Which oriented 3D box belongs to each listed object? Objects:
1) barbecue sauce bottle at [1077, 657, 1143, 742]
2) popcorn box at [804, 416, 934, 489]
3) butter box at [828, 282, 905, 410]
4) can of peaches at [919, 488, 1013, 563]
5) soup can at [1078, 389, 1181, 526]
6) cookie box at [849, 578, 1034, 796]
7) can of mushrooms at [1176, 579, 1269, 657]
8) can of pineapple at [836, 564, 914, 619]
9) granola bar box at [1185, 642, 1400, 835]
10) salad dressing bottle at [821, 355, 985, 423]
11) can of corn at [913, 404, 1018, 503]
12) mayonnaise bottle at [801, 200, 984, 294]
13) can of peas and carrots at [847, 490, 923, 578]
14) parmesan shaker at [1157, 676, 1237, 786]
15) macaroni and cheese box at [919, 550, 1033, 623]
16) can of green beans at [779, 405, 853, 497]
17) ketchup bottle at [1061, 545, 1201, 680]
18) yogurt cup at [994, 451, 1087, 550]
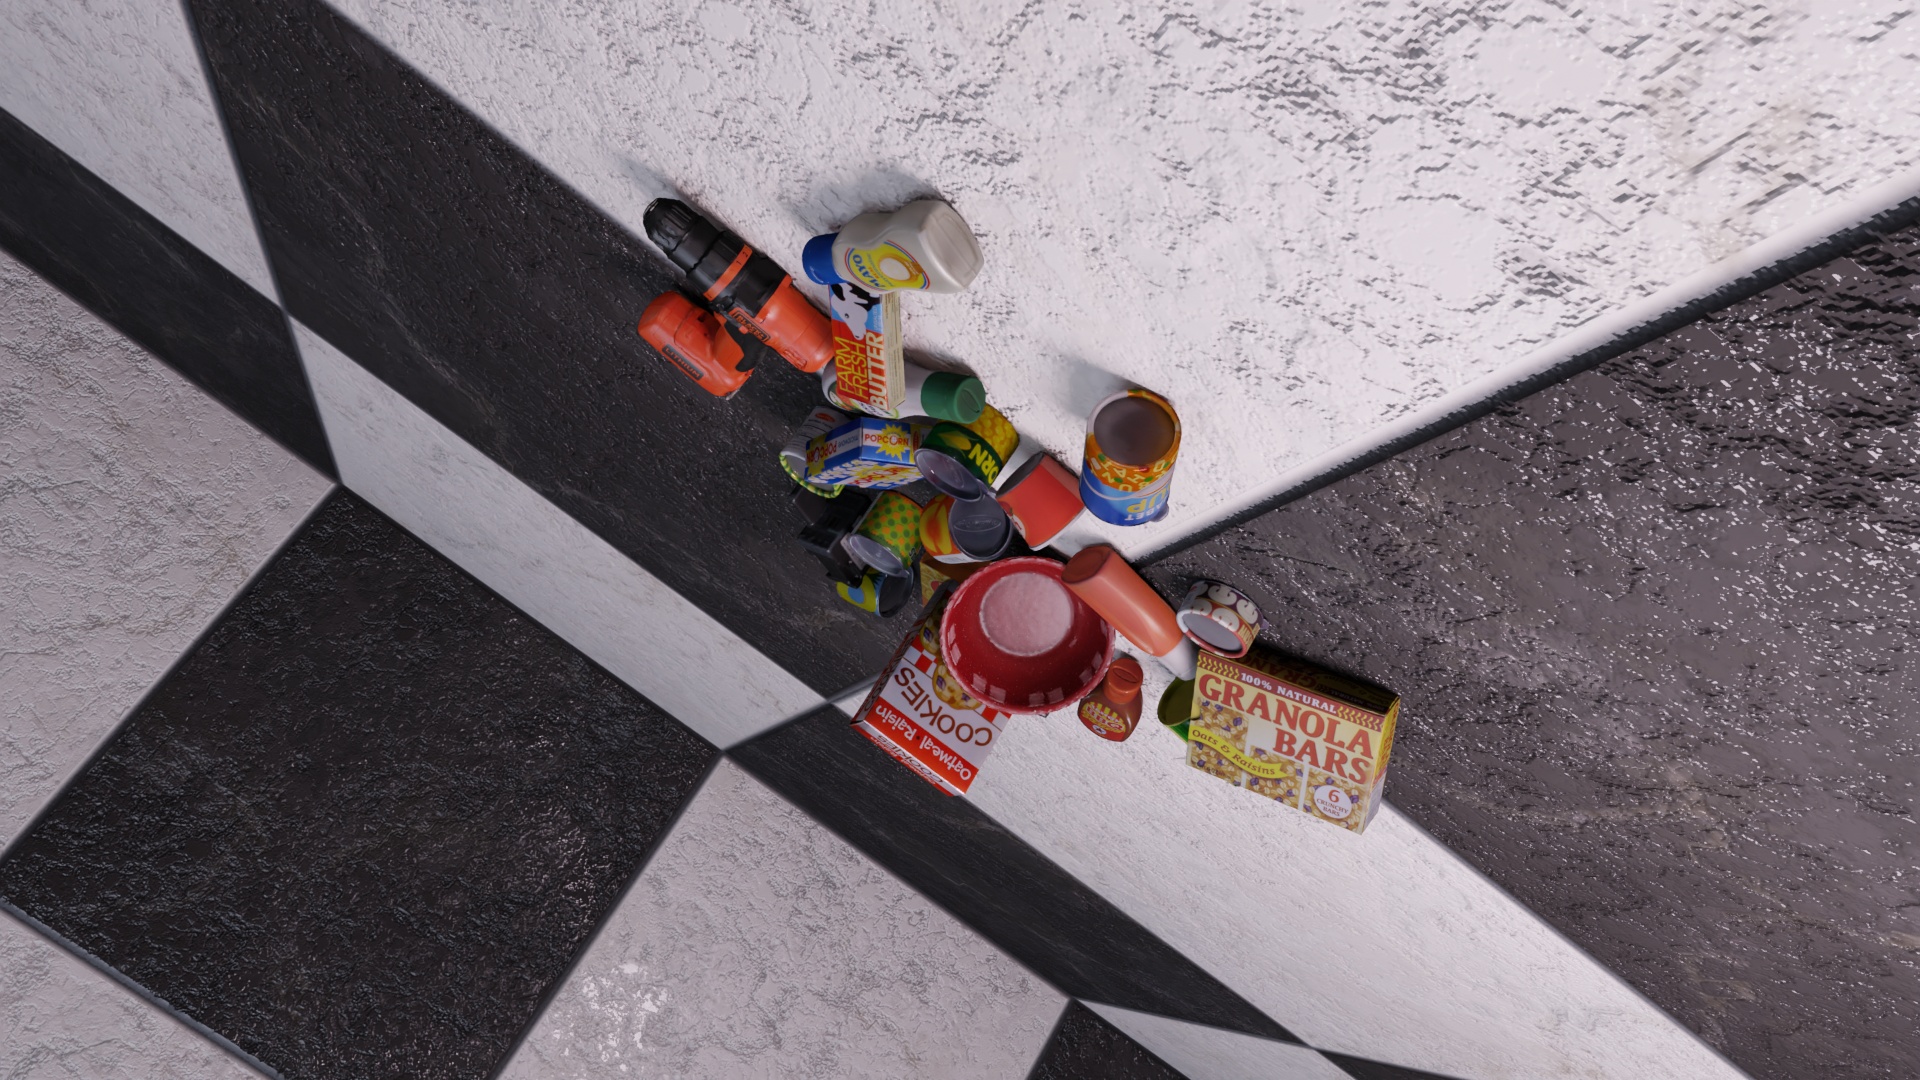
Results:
[{"bbox_3d":[0.157,0.160,1.414,0.065,0.044,0.148,29,158,11],"label":"barbecue sauce bottle"},{"bbox_3d":[-0.073,-0.074,1.198,0.085,0.038,0.126,4,172,-28],"label":"popcorn box"},{"bbox_3d":[-0.070,-0.152,1.050,0.053,0.024,0.103,21,131,30],"label":"butter box"},{"bbox_3d":[0.004,-0.015,1.233,0.071,0.071,0.058,42,157,-20],"label":"can of peaches"},{"bbox_3d":[0.121,-0.056,0.977,0.071,0.071,0.083,28,157,14],"label":"soup can"},{"bbox_3d":[-0.009,0.141,1.326,0.123,0.168,0.040,38,156,-12],"label":"cookie box"},{"bbox_3d":[0.216,0.066,1.147,0.071,0.033,0.070,29,157,14],"label":"can of mushrooms"},{"bbox_3d":[-0.091,0.042,1.486,0.058,0.071,0.070,22,156,27],"label":"can of pineapple"},{"bbox_3d":[0.277,0.163,1.177,0.166,0.039,0.123,19,123,29],"label":"granola bar box"},{"bbox_3d":[-0.046,-0.121,1.107,0.147,0.044,0.064,14,156,41],"label":"salad dressing bottle"},{"bbox_3d":[0.007,-0.072,1.115,0.071,0.058,0.071,29,158,13],"label":"can of corn"},{"bbox_3d":[-0.053,-0.198,0.957,0.148,0.041,0.064,7,146,48],"label":"mayonnaise bottle"},{"bbox_3d":[-0.065,-0.006,1.357,0.071,0.059,0.070,28,158,13],"label":"can of peas and carrots"},{"bbox_3d":[0.242,0.172,1.296,0.103,0.071,0.071,41,157,-21],"label":"parmesan shaker"},{"bbox_3d":[0.021,0.069,1.418,0.124,0.040,0.165,28,158,13],"label":"macaroni and cheese box"},{"bbox_3d":[-0.125,-0.081,1.282,0.071,0.058,0.071,29,158,13],"label":"can of green beans"},{"bbox_3d":[0.157,0.066,1.214,0.148,0.044,0.064,42,158,-20],"label":"ketchup bottle"},{"bbox_3d":[0.065,-0.034,1.110,0.054,0.073,0.072,47,156,-10],"label":"yogurt cup"}]
